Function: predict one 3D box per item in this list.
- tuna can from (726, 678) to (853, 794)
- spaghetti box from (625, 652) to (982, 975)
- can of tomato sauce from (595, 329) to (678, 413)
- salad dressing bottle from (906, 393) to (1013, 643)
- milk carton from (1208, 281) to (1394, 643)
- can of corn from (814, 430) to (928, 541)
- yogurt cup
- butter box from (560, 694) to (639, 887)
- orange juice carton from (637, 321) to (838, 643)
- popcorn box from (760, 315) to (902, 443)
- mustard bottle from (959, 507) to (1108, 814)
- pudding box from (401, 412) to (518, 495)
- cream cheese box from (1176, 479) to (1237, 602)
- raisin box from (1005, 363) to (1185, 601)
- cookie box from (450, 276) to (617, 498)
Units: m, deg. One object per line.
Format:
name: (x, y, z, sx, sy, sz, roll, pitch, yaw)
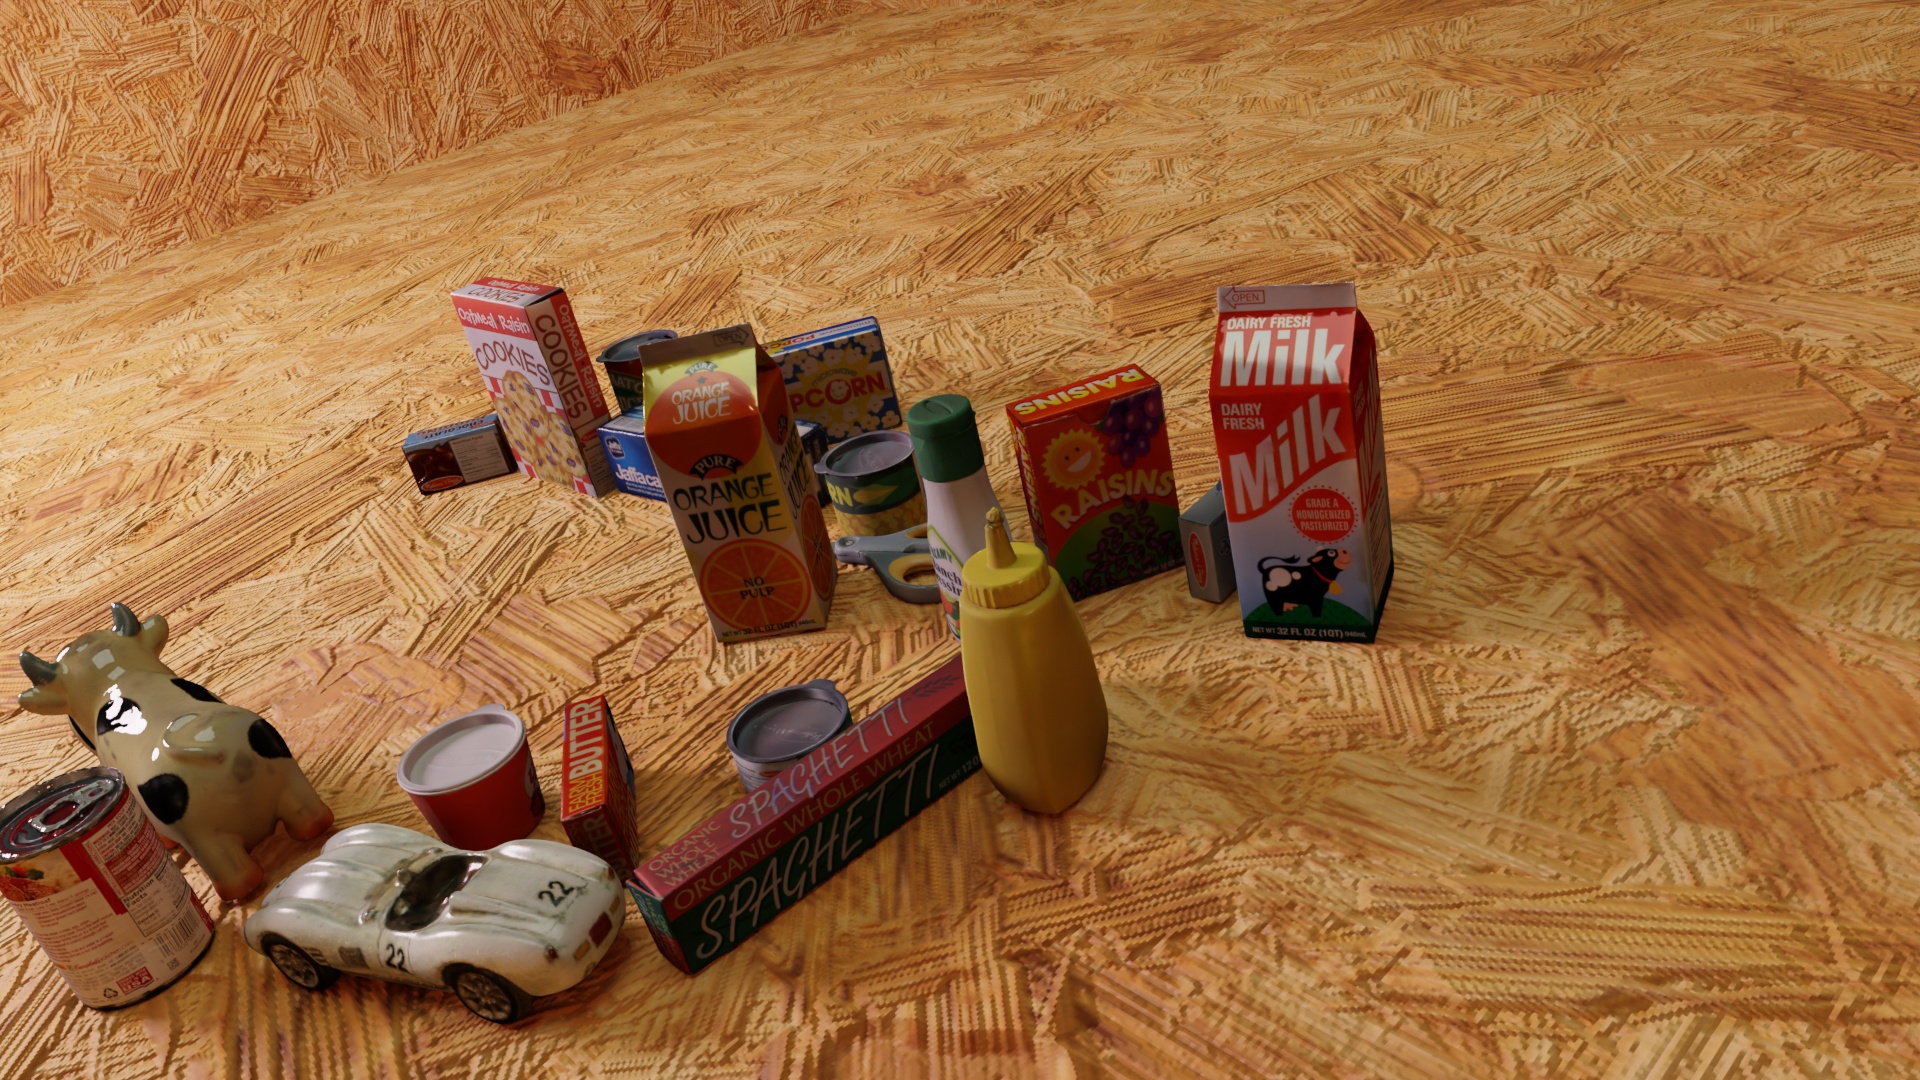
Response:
tuna can: (-0.086, 0.107, 0.735, 0.071, 0.032, 0.071, -10, 28, 6)
spaghetti box: (-0.044, 0.117, 0.680, 0.251, 0.050, 0.029, -31, 33, -30)
can of tomato sauce: (-0.263, -0.128, 1.184, 0.071, 0.082, 0.071, -10, 28, 6)
salad dressing bottle: (0.003, -0.010, 0.787, 0.044, 0.147, 0.064, -25, 30, -20)
milk carton: (0.180, -0.045, 0.729, 0.072, 0.189, 0.074, 2, 32, 26)
can of corn: (-0.059, -0.034, 0.952, 0.071, 0.058, 0.071, -10, 28, 6)
yogurt cup: (-0.257, 0.131, 0.742, 0.072, 0.053, 0.073, -10, 28, 6)
butter box: (-0.186, 0.129, 0.716, 0.024, 0.053, 0.104, -17, 28, -6)
orange juice carton: (-0.136, -0.038, 0.850, 0.072, 0.191, 0.073, -9, 28, 8)
popcorn box: (-0.117, -0.120, 1.104, 0.127, 0.085, 0.038, -15, 28, -3)
mustard bottle: (0.030, 0.051, 0.651, 0.049, 0.159, 0.065, 9, 35, 36)
pudding box: (-0.429, -0.075, 1.194, 0.084, 0.049, 0.030, -15, 28, -3)
cream cheese box: (0.167, -0.012, 0.820, 0.024, 0.053, 0.104, 13, 38, 40)
raisin box: (0.081, -0.032, 0.820, 0.086, 0.122, 0.040, -18, 28, -8)
cookie box: (-0.338, -0.125, 1.122, 0.123, 0.166, 0.040, 15, 39, 42)
